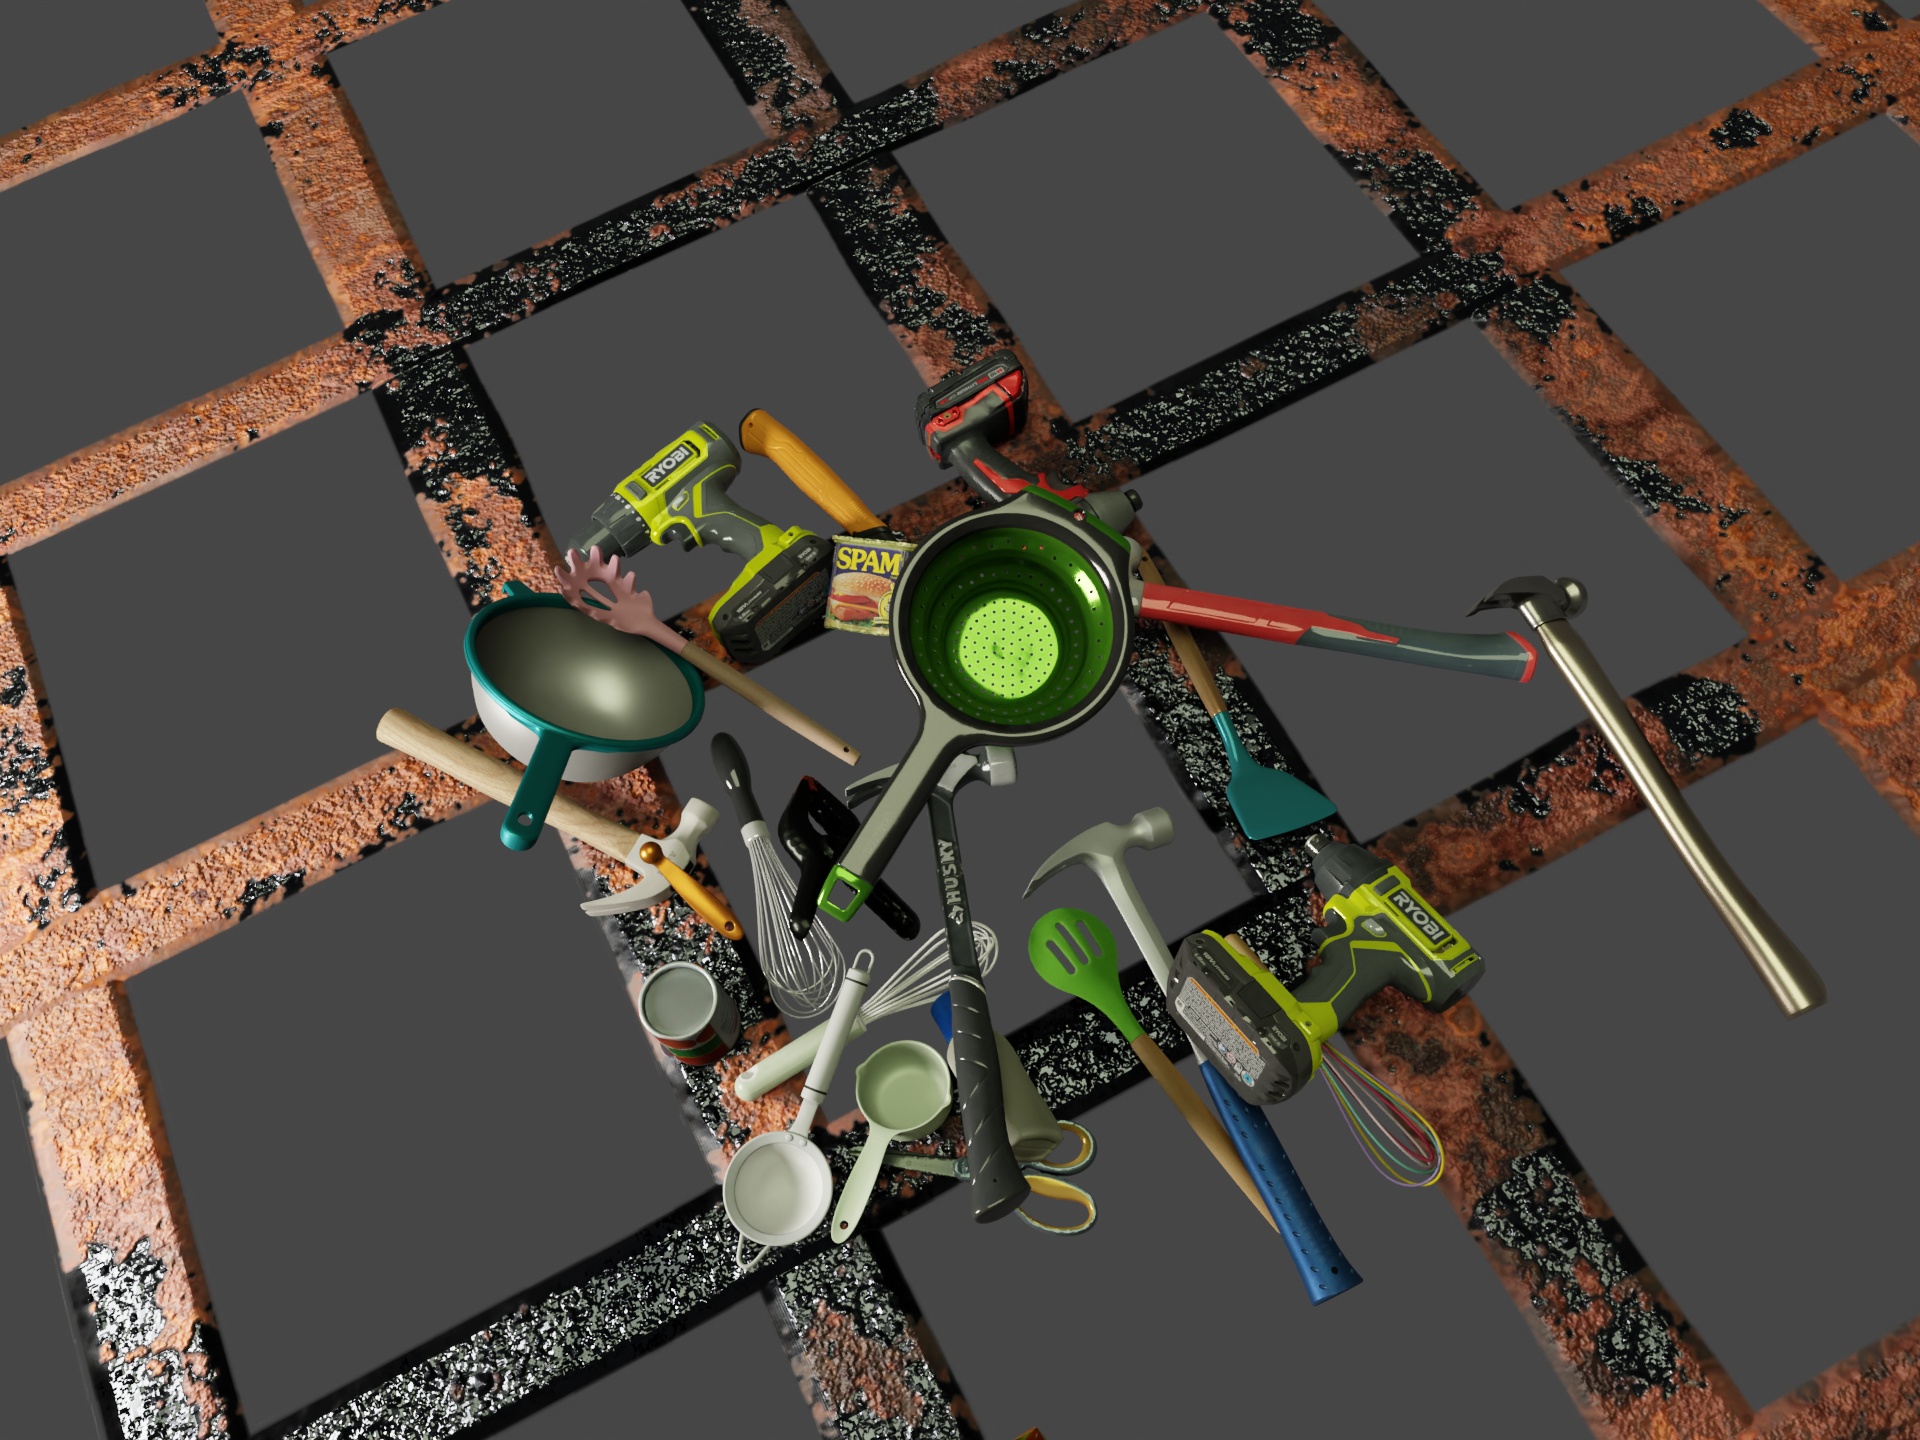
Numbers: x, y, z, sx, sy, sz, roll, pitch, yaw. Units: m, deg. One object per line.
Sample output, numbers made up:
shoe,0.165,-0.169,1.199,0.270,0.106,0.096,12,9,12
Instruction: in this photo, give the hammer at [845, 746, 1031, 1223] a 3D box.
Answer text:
hammer,-0.002,0.193,1.255,0.149,0.036,0.409,-7,53,-3

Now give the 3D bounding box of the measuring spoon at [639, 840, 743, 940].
measuring spoon,-0.228,0.145,1.354,0.117,0.011,0.021,43,74,0

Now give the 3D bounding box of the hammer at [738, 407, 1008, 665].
hammer,-0.093,-0.196,1.492,0.337,0.034,0.127,44,106,25

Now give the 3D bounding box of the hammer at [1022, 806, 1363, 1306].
hammer,0.188,0.259,1.249,0.144,0.035,0.406,-16,64,-22

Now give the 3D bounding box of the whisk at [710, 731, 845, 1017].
whisk,-0.164,0.124,1.359,0.070,0.070,0.285,-22,60,-5

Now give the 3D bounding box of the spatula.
spatula,0.221,-0.032,1.397,0.082,0.044,0.318,-18,63,-11

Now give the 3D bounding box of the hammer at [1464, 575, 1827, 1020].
hammer,0.562,0.055,1.296,0.146,0.038,0.411,-7,62,-40

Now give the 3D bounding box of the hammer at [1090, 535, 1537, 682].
hammer,0.304,-0.068,1.389,0.386,0.038,0.143,10,58,5

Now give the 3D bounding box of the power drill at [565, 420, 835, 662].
power drill,-0.241,-0.159,1.486,0.190,0.080,0.229,-43,65,-15

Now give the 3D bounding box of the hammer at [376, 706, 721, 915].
hammer,-0.384,0.070,1.416,0.331,0.031,0.130,24,69,16

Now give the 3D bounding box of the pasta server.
pasta server,-0.222,-0.052,1.415,0.316,0.040,0.060,33,68,3

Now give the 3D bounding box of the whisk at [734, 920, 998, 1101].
whisk,-0.076,0.240,1.301,0.246,0.059,0.058,-31,22,-5

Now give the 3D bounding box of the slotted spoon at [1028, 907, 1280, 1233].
slotted spoon,0.160,0.273,1.270,0.070,0.031,0.314,-33,68,-13

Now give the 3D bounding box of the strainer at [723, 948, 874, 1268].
strainer,-0.117,0.303,1.255,0.087,0.050,0.258,19,79,12

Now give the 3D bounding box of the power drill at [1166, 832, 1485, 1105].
power drill,0.277,0.187,1.246,0.223,0.080,0.171,-25,57,-29

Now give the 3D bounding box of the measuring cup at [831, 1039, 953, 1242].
measuring cup,-0.060,0.333,1.246,0.083,0.038,0.168,14,61,20

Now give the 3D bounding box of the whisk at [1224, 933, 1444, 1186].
whisk,0.291,0.262,1.254,0.051,0.047,0.245,-26,60,-26

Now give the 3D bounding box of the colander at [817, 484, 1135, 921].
colander,-0.002,-0.004,1.333,0.204,0.094,0.397,31,78,3

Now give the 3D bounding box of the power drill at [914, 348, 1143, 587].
power drill,0.063,-0.234,1.492,0.143,0.078,0.220,-30,69,-7

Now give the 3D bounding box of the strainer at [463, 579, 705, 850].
strainer,-0.340,0.022,1.340,0.211,0.095,0.341,21,32,-12
